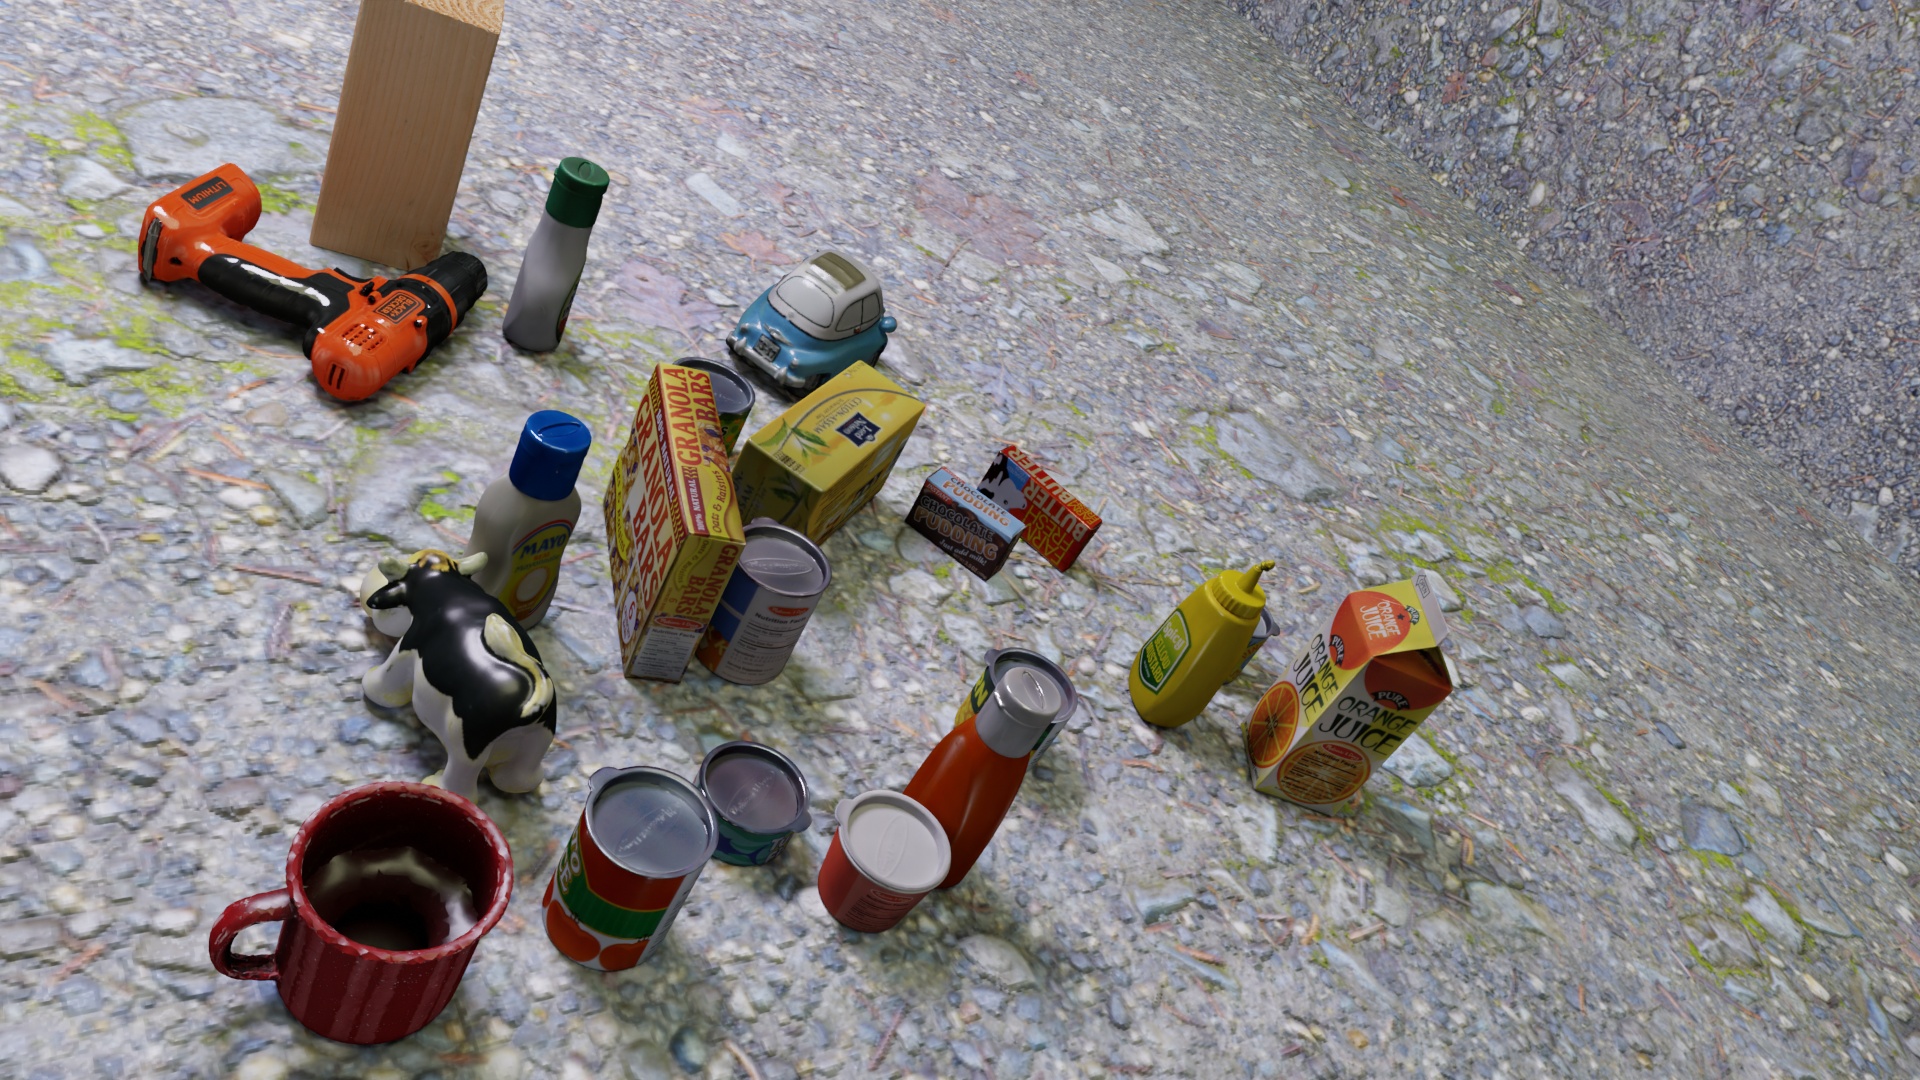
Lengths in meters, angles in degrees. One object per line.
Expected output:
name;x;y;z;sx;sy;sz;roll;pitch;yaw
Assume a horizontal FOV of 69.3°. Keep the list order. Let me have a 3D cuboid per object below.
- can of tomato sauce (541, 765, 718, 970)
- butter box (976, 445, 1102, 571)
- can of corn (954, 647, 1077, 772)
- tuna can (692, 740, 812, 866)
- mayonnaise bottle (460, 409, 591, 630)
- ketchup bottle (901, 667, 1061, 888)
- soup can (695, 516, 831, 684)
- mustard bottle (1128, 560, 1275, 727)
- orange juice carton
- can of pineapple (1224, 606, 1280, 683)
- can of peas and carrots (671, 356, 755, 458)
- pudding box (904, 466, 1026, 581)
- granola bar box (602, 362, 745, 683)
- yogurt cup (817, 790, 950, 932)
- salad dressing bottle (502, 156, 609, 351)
can of tomato sauce;-0.168;0.163;0.694;0.071;0.082;0.071;21;34;-15
butter box;0.064;-0.026;1.149;0.103;0.053;0.024;41;34;15
can of corn;0.034;0.114;0.938;0.071;0.058;0.071;21;35;-15
tuna can;-0.120;0.151;0.792;0.071;0.032;0.071;21;35;-15
mayonnaise bottle;-0.250;-0.007;0.795;0.041;0.147;0.065;43;35;18
ketchup bottle;0.008;0.136;0.807;0.043;0.148;0.065;7;40;-32
soup can;-0.129;0.039;0.886;0.071;0.083;0.072;21;34;-15
mustard bottle;0.181;0.068;1.019;0.049;0.159;0.065;14;37;-23
orange juice carton;0.292;0.109;1.021;0.073;0.191;0.072;21;34;-15
can of pineapple;0.213;0.075;1.127;0.071;0.057;0.071;21;35;-15
can of peas and carrots;-0.193;-0.092;1.031;0.071;0.058;0.071;21;35;-15
pudding box;0.004;-0.014;1.089;0.084;0.049;0.030;37;34;9
granola bar box;-0.185;-0.013;0.875;0.039;0.123;0.166;10;38;-28
yogurt cup;-0.046;0.184;0.787;0.072;0.053;0.073;21;35;-15
salad dressing bottle;-0.297;-0.210;1.023;0.044;0.147;0.064;18;35;-19
